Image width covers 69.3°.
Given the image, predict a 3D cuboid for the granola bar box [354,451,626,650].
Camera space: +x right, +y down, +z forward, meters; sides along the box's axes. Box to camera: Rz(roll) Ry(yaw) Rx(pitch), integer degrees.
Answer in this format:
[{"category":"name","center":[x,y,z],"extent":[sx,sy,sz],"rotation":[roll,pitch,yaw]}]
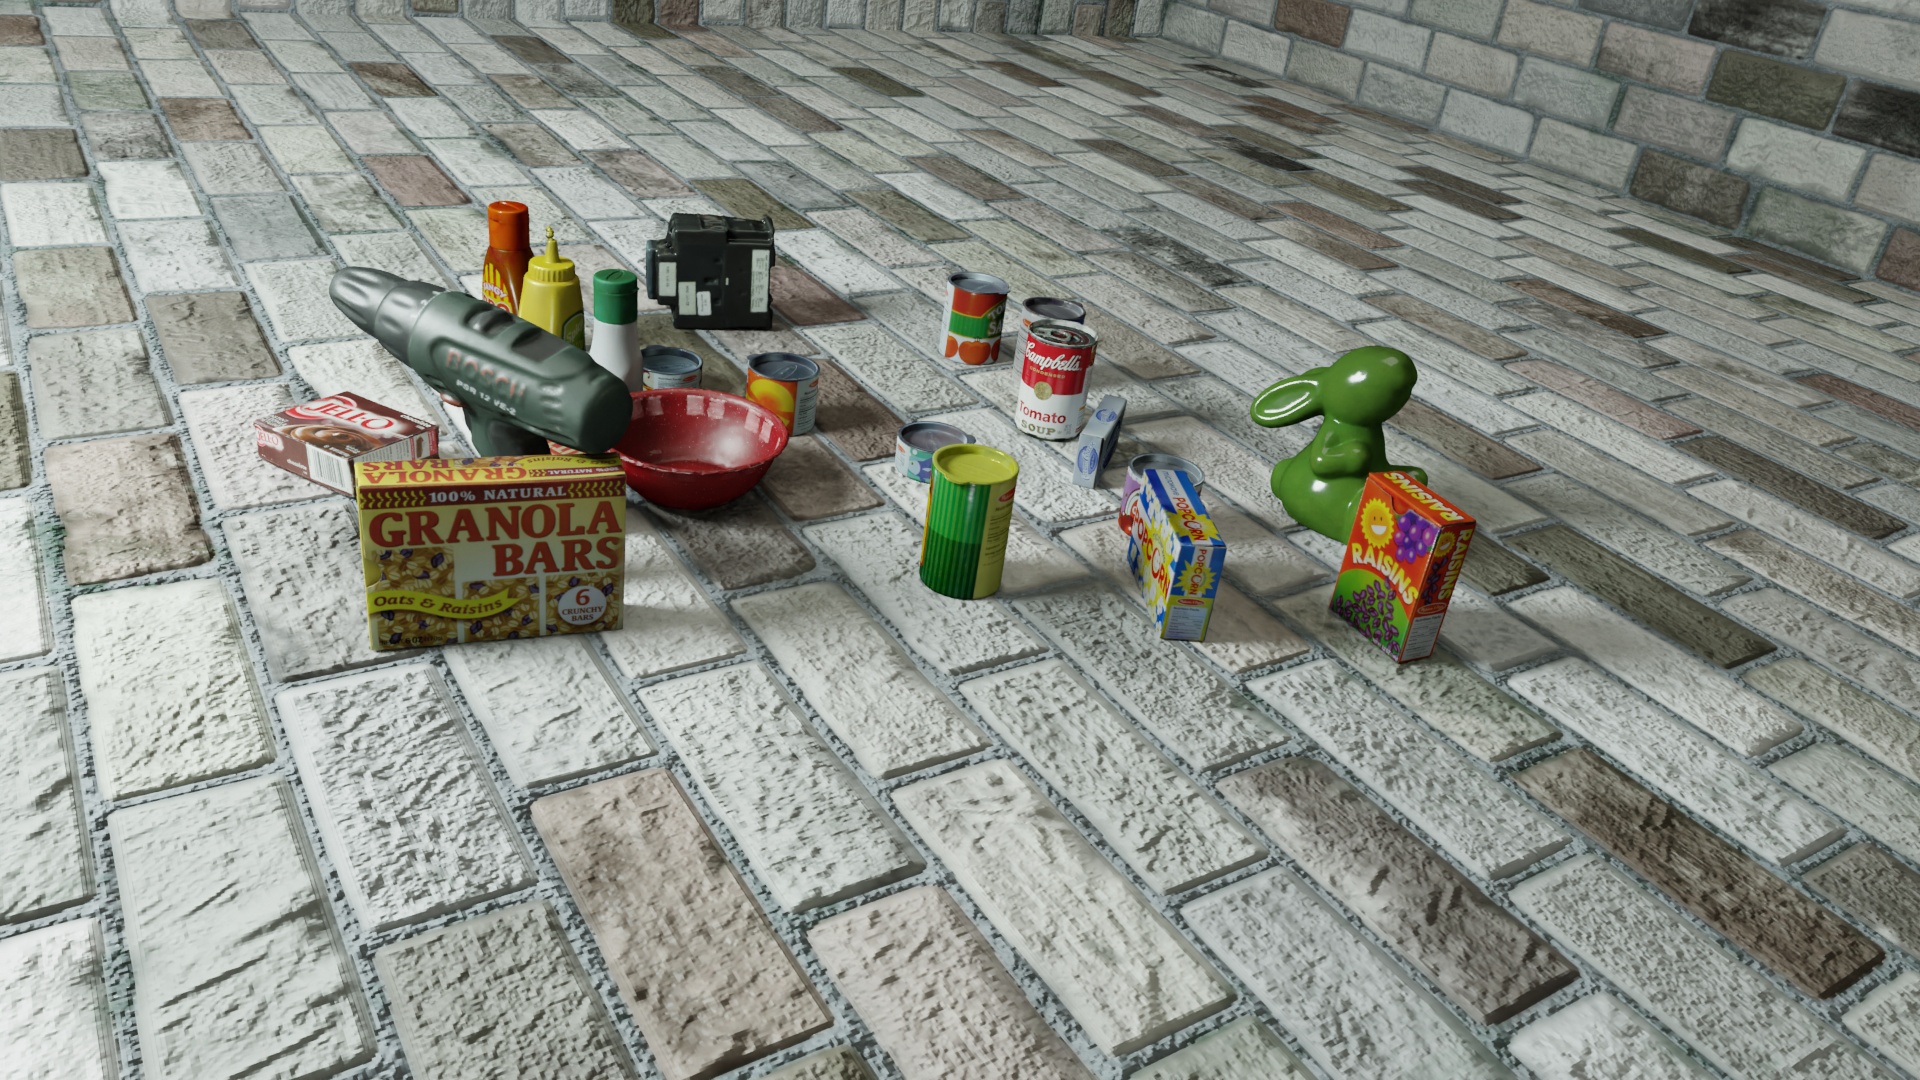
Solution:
[{"category":"granola bar box","center":[-0.309,0.006,0.924],"extent":[0.166,0.123,0.039],"rotation":[-4,31,-22]}]

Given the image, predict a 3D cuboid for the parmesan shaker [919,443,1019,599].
[{"category":"parmesan shaker","center":[0.004,-0.013,1.065],"extent":[0.071,0.102,0.071],"rotation":[7,29,-4]}]

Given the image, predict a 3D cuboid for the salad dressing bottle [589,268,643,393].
[{"category":"salad dressing bottle","center":[-0.298,-0.159,1.200],"extent":[0.044,0.147,0.064],"rotation":[12,29,7]}]

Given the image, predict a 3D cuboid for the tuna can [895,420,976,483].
[{"category":"tuna can","center":[-0.023,-0.079,1.248],"extent":[0.071,0.032,0.071],"rotation":[7,29,-4]}]

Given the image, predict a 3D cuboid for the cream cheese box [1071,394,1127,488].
[{"category":"cream cheese box","center":[0.130,-0.093,1.292],"extent":[0.024,0.053,0.104],"rotation":[15,29,12]}]

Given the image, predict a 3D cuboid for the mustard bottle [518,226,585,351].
[{"category":"mustard bottle","center":[-0.367,-0.202,1.246],"extent":[0.049,0.159,0.065],"rotation":[13,29,9]}]

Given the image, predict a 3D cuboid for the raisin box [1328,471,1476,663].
[{"category":"raisin box","center":[0.339,0.020,1.075],"extent":[0.040,0.122,0.086],"rotation":[-6,32,-25]}]

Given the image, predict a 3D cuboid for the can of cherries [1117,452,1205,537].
[{"category":"can of cherries","center":[0.171,-0.035,1.194],"extent":[0.071,0.058,0.072],"rotation":[7,29,-4]}]

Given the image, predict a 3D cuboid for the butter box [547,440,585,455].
[{"category":"butter box","center":[-0.308,-0.048,1.095],"extent":[0.103,0.052,0.024],"rotation":[25,32,27]}]

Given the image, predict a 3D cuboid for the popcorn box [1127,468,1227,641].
[{"category":"popcorn box","center":[0.167,0.009,1.087],"extent":[0.038,0.084,0.127],"rotation":[4,29,-9]}]

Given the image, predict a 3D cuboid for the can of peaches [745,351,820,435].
[{"category":"can of peaches","center":[-0.168,-0.136,1.286],"extent":[0.071,0.057,0.071],"rotation":[7,29,-4]}]

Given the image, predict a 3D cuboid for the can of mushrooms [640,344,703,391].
[{"category":"can of mushrooms","center":[-0.280,-0.159,1.322],"extent":[0.071,0.033,0.071],"rotation":[7,29,-4]}]

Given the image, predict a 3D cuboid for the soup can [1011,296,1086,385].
[{"category":"soup can","center":[0.094,-0.205,1.453],"extent":[0.071,0.083,0.072],"rotation":[7,29,-4]}]

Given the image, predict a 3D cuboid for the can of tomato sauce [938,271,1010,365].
[{"category":"can of tomato sauce","center":[0.016,-0.238,1.492],"extent":[0.071,0.082,0.071],"rotation":[7,29,-4]}]

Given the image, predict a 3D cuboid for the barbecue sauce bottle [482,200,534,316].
[{"category":"barbecue sauce bottle","center":[-0.427,-0.246,1.320],"extent":[0.065,0.147,0.044],"rotation":[27,33,30]}]
